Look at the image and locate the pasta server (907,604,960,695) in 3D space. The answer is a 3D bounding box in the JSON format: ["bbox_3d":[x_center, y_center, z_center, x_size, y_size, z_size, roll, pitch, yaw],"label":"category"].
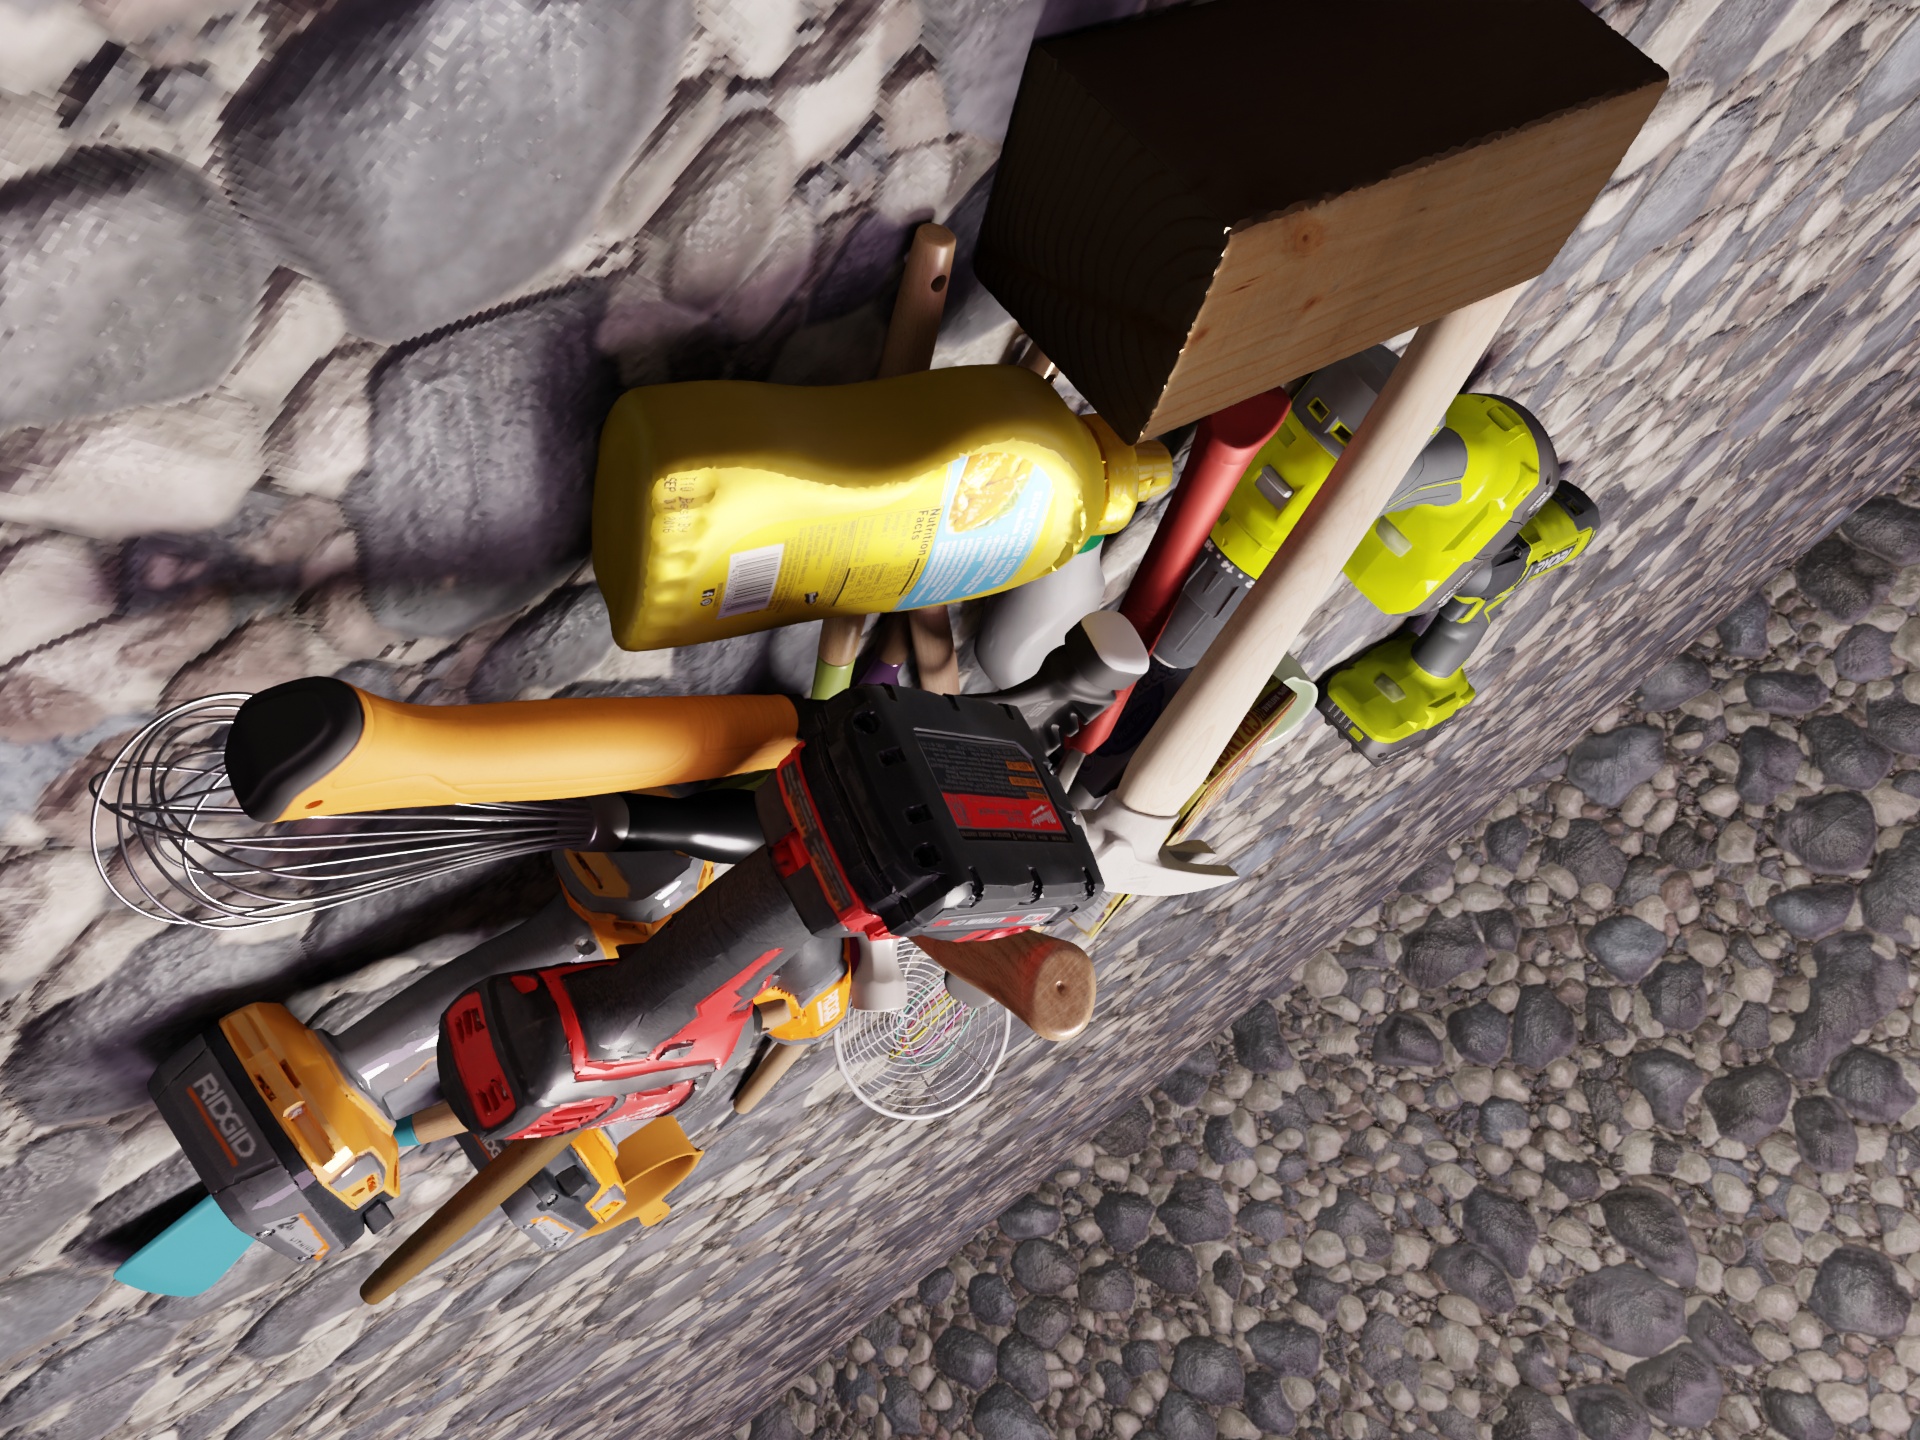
[{"bbox_3d":[-0.001,-0.002,0.751,0.060,0.040,0.316,-57,168,-14],"label":"pasta server"}]

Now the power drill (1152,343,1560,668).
[{"bbox_3d":[0.210,-0.107,0.857,0.228,0.080,0.190,-8,143,-48],"label":"power drill"}]

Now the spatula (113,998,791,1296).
[{"bbox_3d":[-0.231,0.198,0.760,0.317,0.044,0.082,-18,154,-6],"label":"spatula"}]

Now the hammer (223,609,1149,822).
[{"bbox_3d":[-0.077,0.008,0.537,0.336,0.034,0.127,-3,149,-48],"label":"hammer"}]

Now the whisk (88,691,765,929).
[{"bbox_3d":[-0.150,0.032,0.541,0.070,0.070,0.284,-47,152,23],"label":"whisk"}]

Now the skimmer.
[{"bbox_3d":[0.040,0.116,1.025,0.127,0.090,0.363,26,121,-17],"label":"skimmer"}]

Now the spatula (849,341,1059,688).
[{"bbox_3d":[-0.020,-0.046,0.686,0.060,0.018,0.315,-21,155,-35],"label":"spatula"}]

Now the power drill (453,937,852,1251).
[{"bbox_3d":[-0.155,0.175,0.854,0.226,0.084,0.164,-35,160,-19],"label":"power drill"}]

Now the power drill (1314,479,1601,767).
[{"bbox_3d":[0.363,-0.072,1.191,0.171,0.080,0.223,-23,151,-37],"label":"power drill"}]

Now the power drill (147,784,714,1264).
[{"bbox_3d":[-0.202,0.130,0.682,0.226,0.084,0.185,-35,162,-21],"label":"power drill"}]

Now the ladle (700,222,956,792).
[{"bbox_3d":[-0.049,-0.052,0.608,0.078,0.062,0.320,-19,146,-31],"label":"ladle"}]

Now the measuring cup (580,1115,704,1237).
[{"bbox_3d":[-0.220,0.300,1.053,0.095,0.052,0.173,-31,161,-17],"label":"measuring cup"}]

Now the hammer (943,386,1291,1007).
[{"bbox_3d":[0.075,-0.018,0.805,0.149,0.036,0.358,-64,177,-54],"label":"hammer"}]

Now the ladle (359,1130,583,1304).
[{"bbox_3d":[-0.149,0.156,0.706,0.315,0.031,0.069,-41,175,4],"label":"ladle"}]

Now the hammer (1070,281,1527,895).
[{"bbox_3d":[0.174,-0.089,0.716,0.146,0.038,0.410,10,118,-44],"label":"hammer"}]

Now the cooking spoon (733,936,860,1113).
[{"bbox_3d":[-0.097,0.197,1.044,0.017,0.069,0.318,15,142,-18],"label":"cooking spoon"}]

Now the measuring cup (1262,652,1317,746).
[{"bbox_3d":[0.157,-0.011,1.047,0.167,0.038,0.083,-7,144,-25],"label":"measuring cup"}]

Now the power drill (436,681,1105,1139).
[{"bbox_3d":[-0.067,0.079,0.566,0.219,0.079,0.143,-35,158,25],"label":"power drill"}]

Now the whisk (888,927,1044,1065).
[{"bbox_3d":[0.030,0.181,1.226,0.245,0.051,0.047,-45,153,12],"label":"whisk"}]

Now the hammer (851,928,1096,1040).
[{"bbox_3d":[-0.007,0.091,0.716,0.031,0.130,0.331,-2,-179,-15],"label":"hammer"}]
